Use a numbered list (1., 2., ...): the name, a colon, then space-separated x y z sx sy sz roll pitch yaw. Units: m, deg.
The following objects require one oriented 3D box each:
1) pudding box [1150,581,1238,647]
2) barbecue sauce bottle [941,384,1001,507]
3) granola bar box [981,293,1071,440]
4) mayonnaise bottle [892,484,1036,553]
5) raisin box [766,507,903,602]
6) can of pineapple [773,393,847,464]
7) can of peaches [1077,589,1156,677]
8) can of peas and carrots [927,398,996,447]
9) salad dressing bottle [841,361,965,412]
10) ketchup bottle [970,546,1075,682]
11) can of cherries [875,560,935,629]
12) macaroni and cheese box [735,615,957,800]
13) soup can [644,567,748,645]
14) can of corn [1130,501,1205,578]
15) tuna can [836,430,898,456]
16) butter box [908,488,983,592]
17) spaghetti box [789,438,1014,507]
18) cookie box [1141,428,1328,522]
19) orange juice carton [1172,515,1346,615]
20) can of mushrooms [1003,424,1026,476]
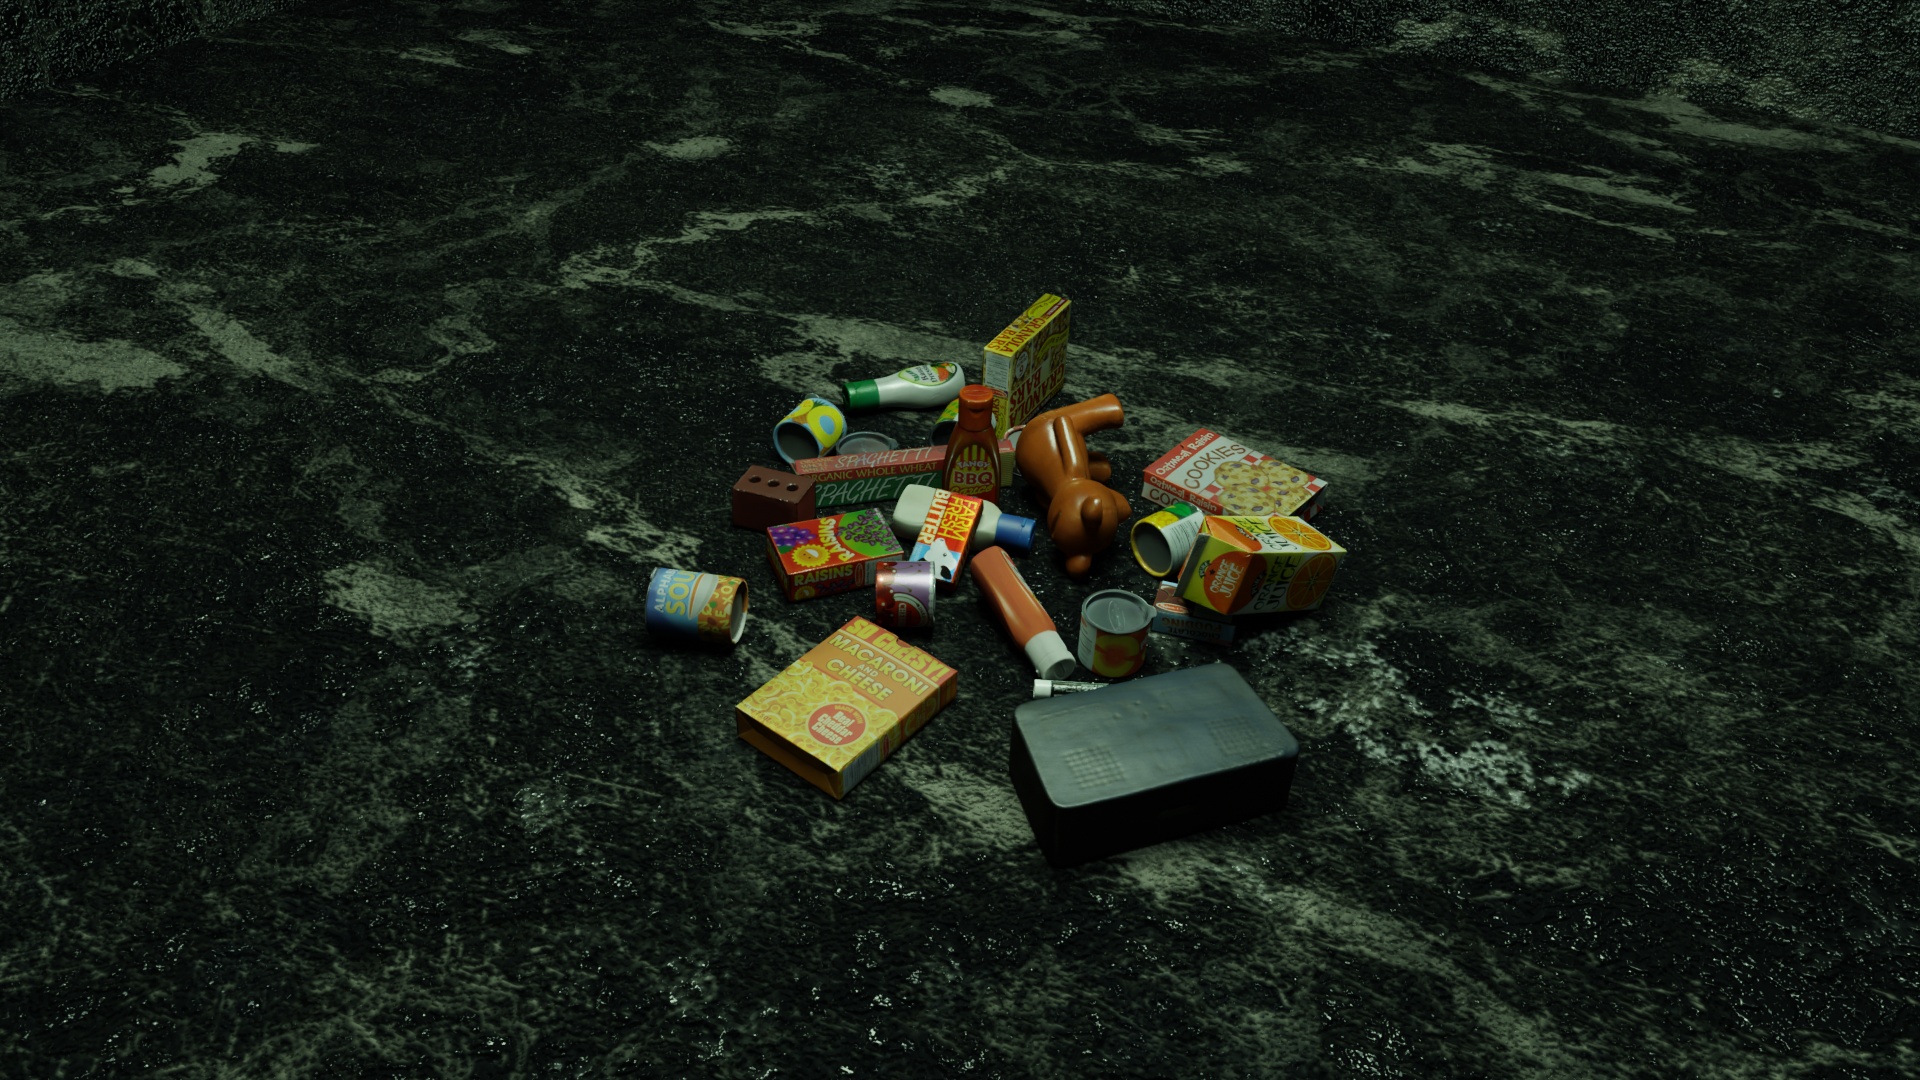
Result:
1. pudding box: 0.235 0.073 1.388 0.084 0.030 0.050 12 39 12
2. barbecue sauce bottle: 0.014 -0.096 1.502 0.065 0.147 0.044 0 36 -4
3. granola bar box: 0.078 -0.208 1.676 0.039 0.123 0.166 19 40 21
4. mayonnaise bottle: 0.005 -0.019 1.488 0.148 0.041 0.065 13 46 11
5. raisin box: -0.130 0.014 1.437 0.124 0.039 0.086 -11 40 -19
6. can of pineapple: -0.174 -0.124 1.594 0.071 0.070 0.058 18 39 19
7. can of peaches: 0.150 0.090 1.337 0.071 0.057 0.071 2 36 -1
8. can of peas and carrots: 0.001 -0.123 1.609 0.071 0.070 0.059 13 37 14
9. salad dressing bottle: -0.070 -0.185 1.703 0.148 0.043 0.064 -12 40 -18
10. ketchup bottle: 0.061 0.075 1.352 0.043 0.064 0.149 -30 52 -4
11. can of cherries: -0.054 0.055 1.364 0.058 0.071 0.072 1 37 -3
12. macaroni and cheese box: -0.101 0.146 1.259 0.124 0.040 0.167 27 43 27
13. soup can: -0.254 0.062 1.337 0.084 0.071 0.072 7 37 5
14. can of corn: 0.220 0.000 1.458 0.058 0.070 0.071 -24 44 -30
15. tuna can: -0.106 -0.094 1.588 0.071 0.032 0.071 2 37 -1
16. butter box: -0.015 -0.002 1.440 0.053 0.024 0.104 14 66 13
17. spaghetti box: -0.063 -0.074 1.550 0.250 0.049 0.029 -7 36 -12
18. cookie box: 0.306 -0.059 1.560 0.168 0.040 0.123 28 44 30
19. orange juice carton: 0.286 0.023 1.374 0.193 0.071 0.073 0 31 -40
20. can of mushrooms: 0.079 -0.103 1.612 0.071 0.033 0.071 2 37 -2
